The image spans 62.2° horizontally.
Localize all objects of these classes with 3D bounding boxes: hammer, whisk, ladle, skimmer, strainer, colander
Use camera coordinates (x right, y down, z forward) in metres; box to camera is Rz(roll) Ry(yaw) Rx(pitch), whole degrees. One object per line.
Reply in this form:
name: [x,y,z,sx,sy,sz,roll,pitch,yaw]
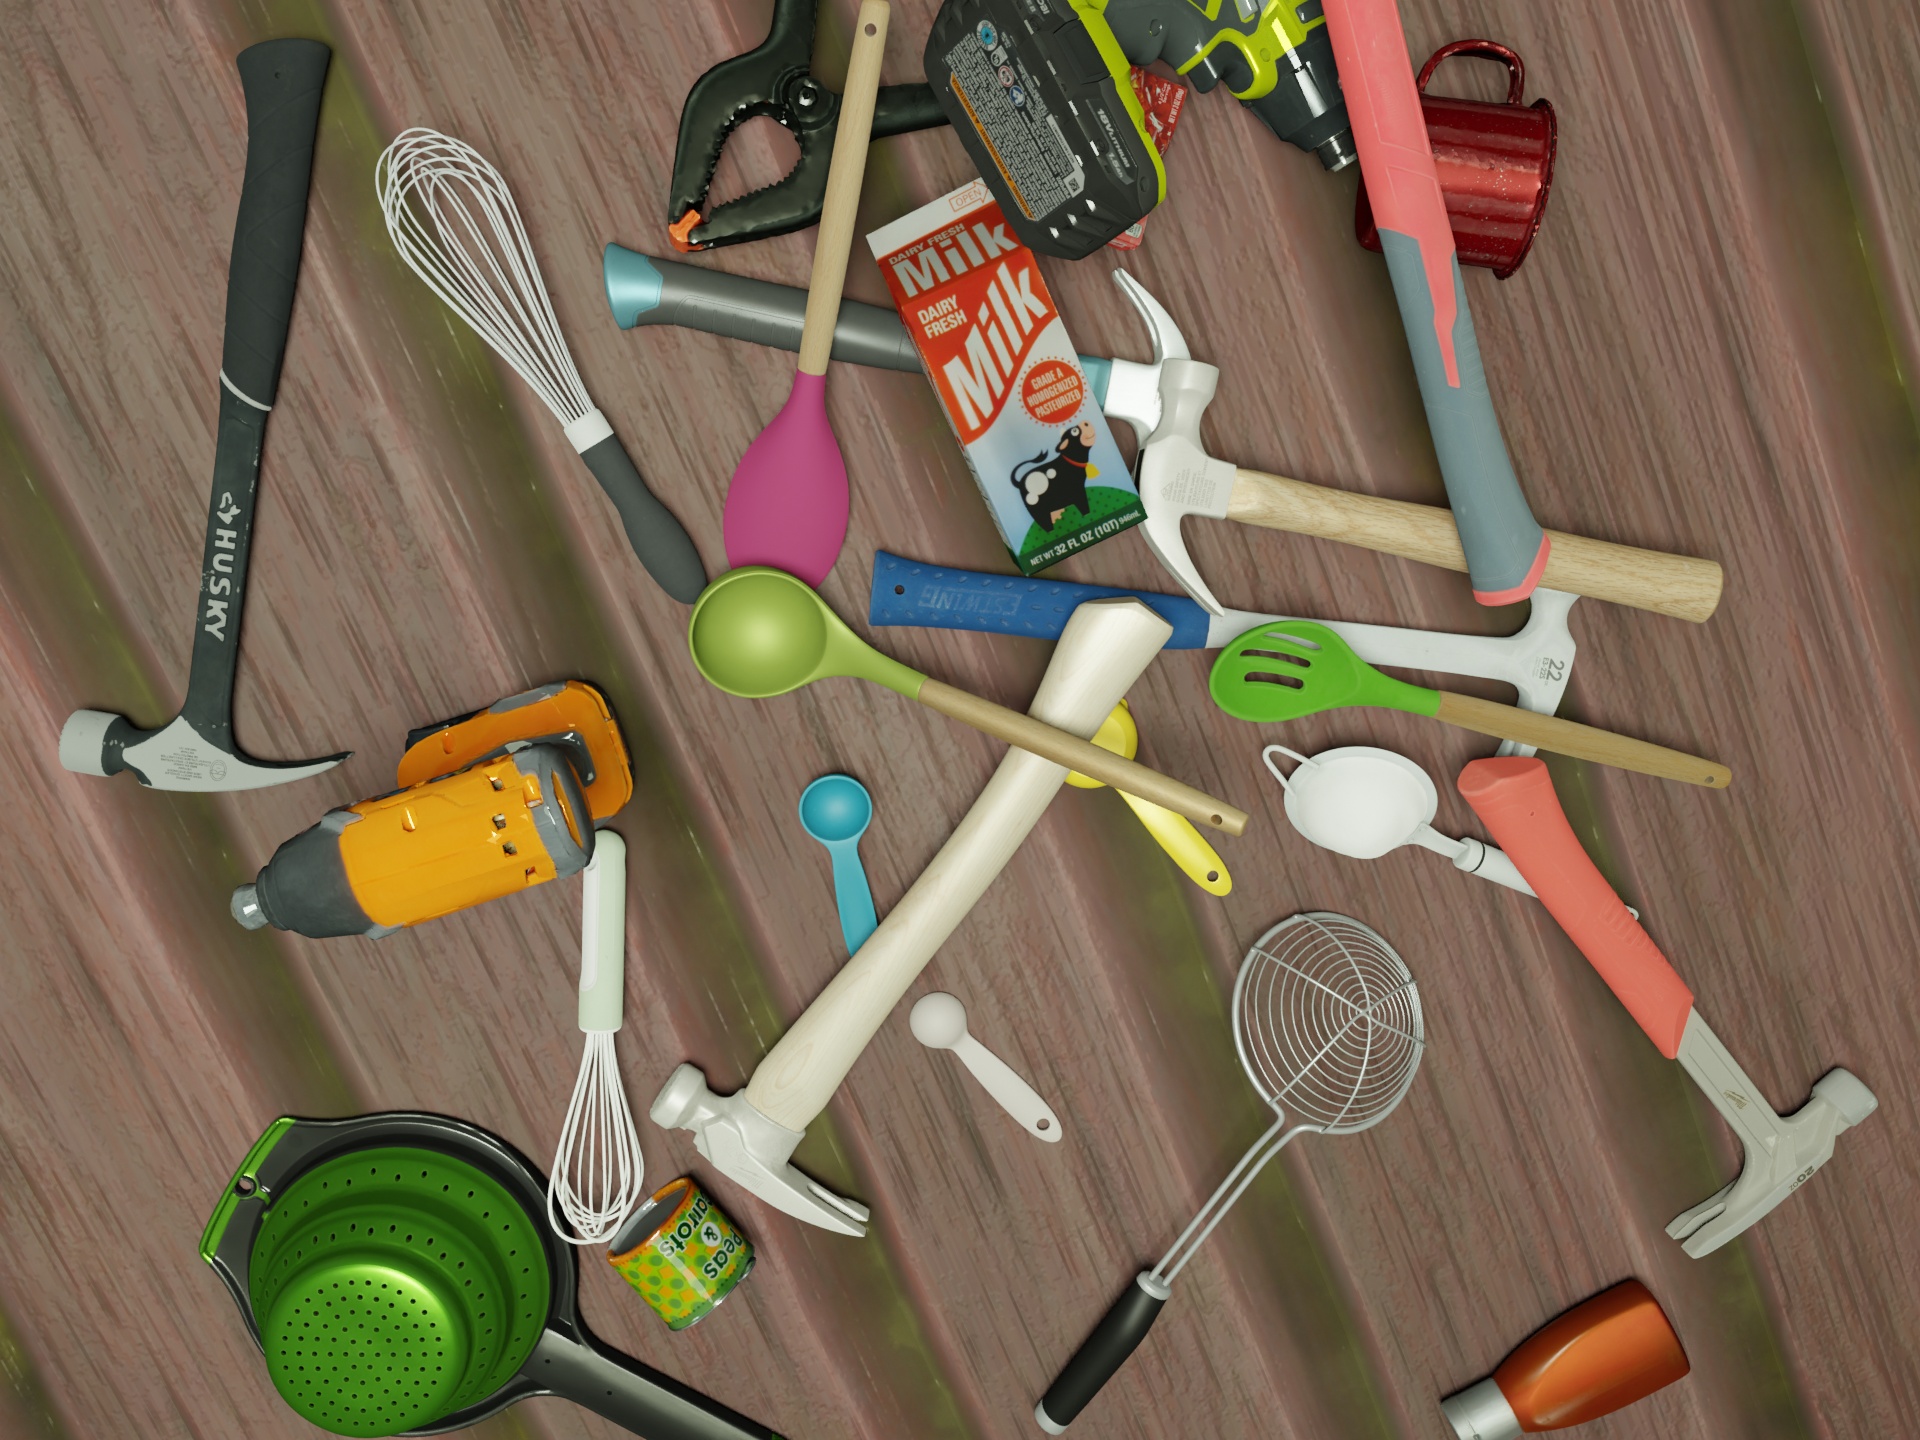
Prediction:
hammer: [-0.007,0.109,0.903,0.146,0.038,0.410,35,101,-5]
whisk: [-0.219,-0.184,0.856,0.070,0.070,0.284,-30,105,2]
ladle: [-0.001,-0.003,0.842,0.320,0.062,0.078,23,118,17]
hammer: [0.150,-0.047,0.908,0.405,0.035,0.144,6,99,-4]
hammer: [0.395,0.161,0.934,0.149,0.037,0.358,-42,108,4]
hammer: [0.212,-0.233,0.784,0.143,0.038,0.386,-23,107,-10]
skimmer: [0.149,0.282,0.969,0.127,0.090,0.363,30,107,-10]
hammer: [0.256,-0.100,0.871,0.331,0.031,0.130,11,97,-5]
strainer: [0.291,0.077,0.929,0.258,0.050,0.086,20,134,-14]
colander: [-0.261,0.381,0.928,0.397,0.094,0.204,31,97,-8]
whisk: [-0.210,0.185,0.923,0.059,0.058,0.246,-2,97,-41]
hammer: [-0.383,-0.157,0.859,0.149,0.036,0.409,11,99,-6]
hammer: [-0.032,-0.205,0.871,0.331,0.033,0.128,11,100,-5]

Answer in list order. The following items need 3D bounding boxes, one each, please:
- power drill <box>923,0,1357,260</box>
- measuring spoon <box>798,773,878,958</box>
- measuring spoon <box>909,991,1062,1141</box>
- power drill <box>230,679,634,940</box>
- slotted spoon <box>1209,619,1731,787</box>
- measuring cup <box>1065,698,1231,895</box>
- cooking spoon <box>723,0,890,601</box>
power drill: [0.105,-0.327,0.794,0.223,0.080,0.171,-36,100,-30]
measuring spoon: [-0.065,0.088,0.932,0.042,0.021,0.128,-10,109,-1]
measuring spoon: [0.018,0.212,0.953,0.034,0.018,0.124,-44,99,4]
power drill: [-0.256,0.047,0.803,0.164,0.226,0.084,-18,100,0]
slotted spoon: [0.288,-0.002,0.890,0.313,0.031,0.070,13,127,-8]
measuring cup: [0.107,0.047,0.924,0.062,0.029,0.156,-42,98,4]
cooking spoon: [-0.074,-0.208,0.835,0.068,0.017,0.318,12,116,-3]
